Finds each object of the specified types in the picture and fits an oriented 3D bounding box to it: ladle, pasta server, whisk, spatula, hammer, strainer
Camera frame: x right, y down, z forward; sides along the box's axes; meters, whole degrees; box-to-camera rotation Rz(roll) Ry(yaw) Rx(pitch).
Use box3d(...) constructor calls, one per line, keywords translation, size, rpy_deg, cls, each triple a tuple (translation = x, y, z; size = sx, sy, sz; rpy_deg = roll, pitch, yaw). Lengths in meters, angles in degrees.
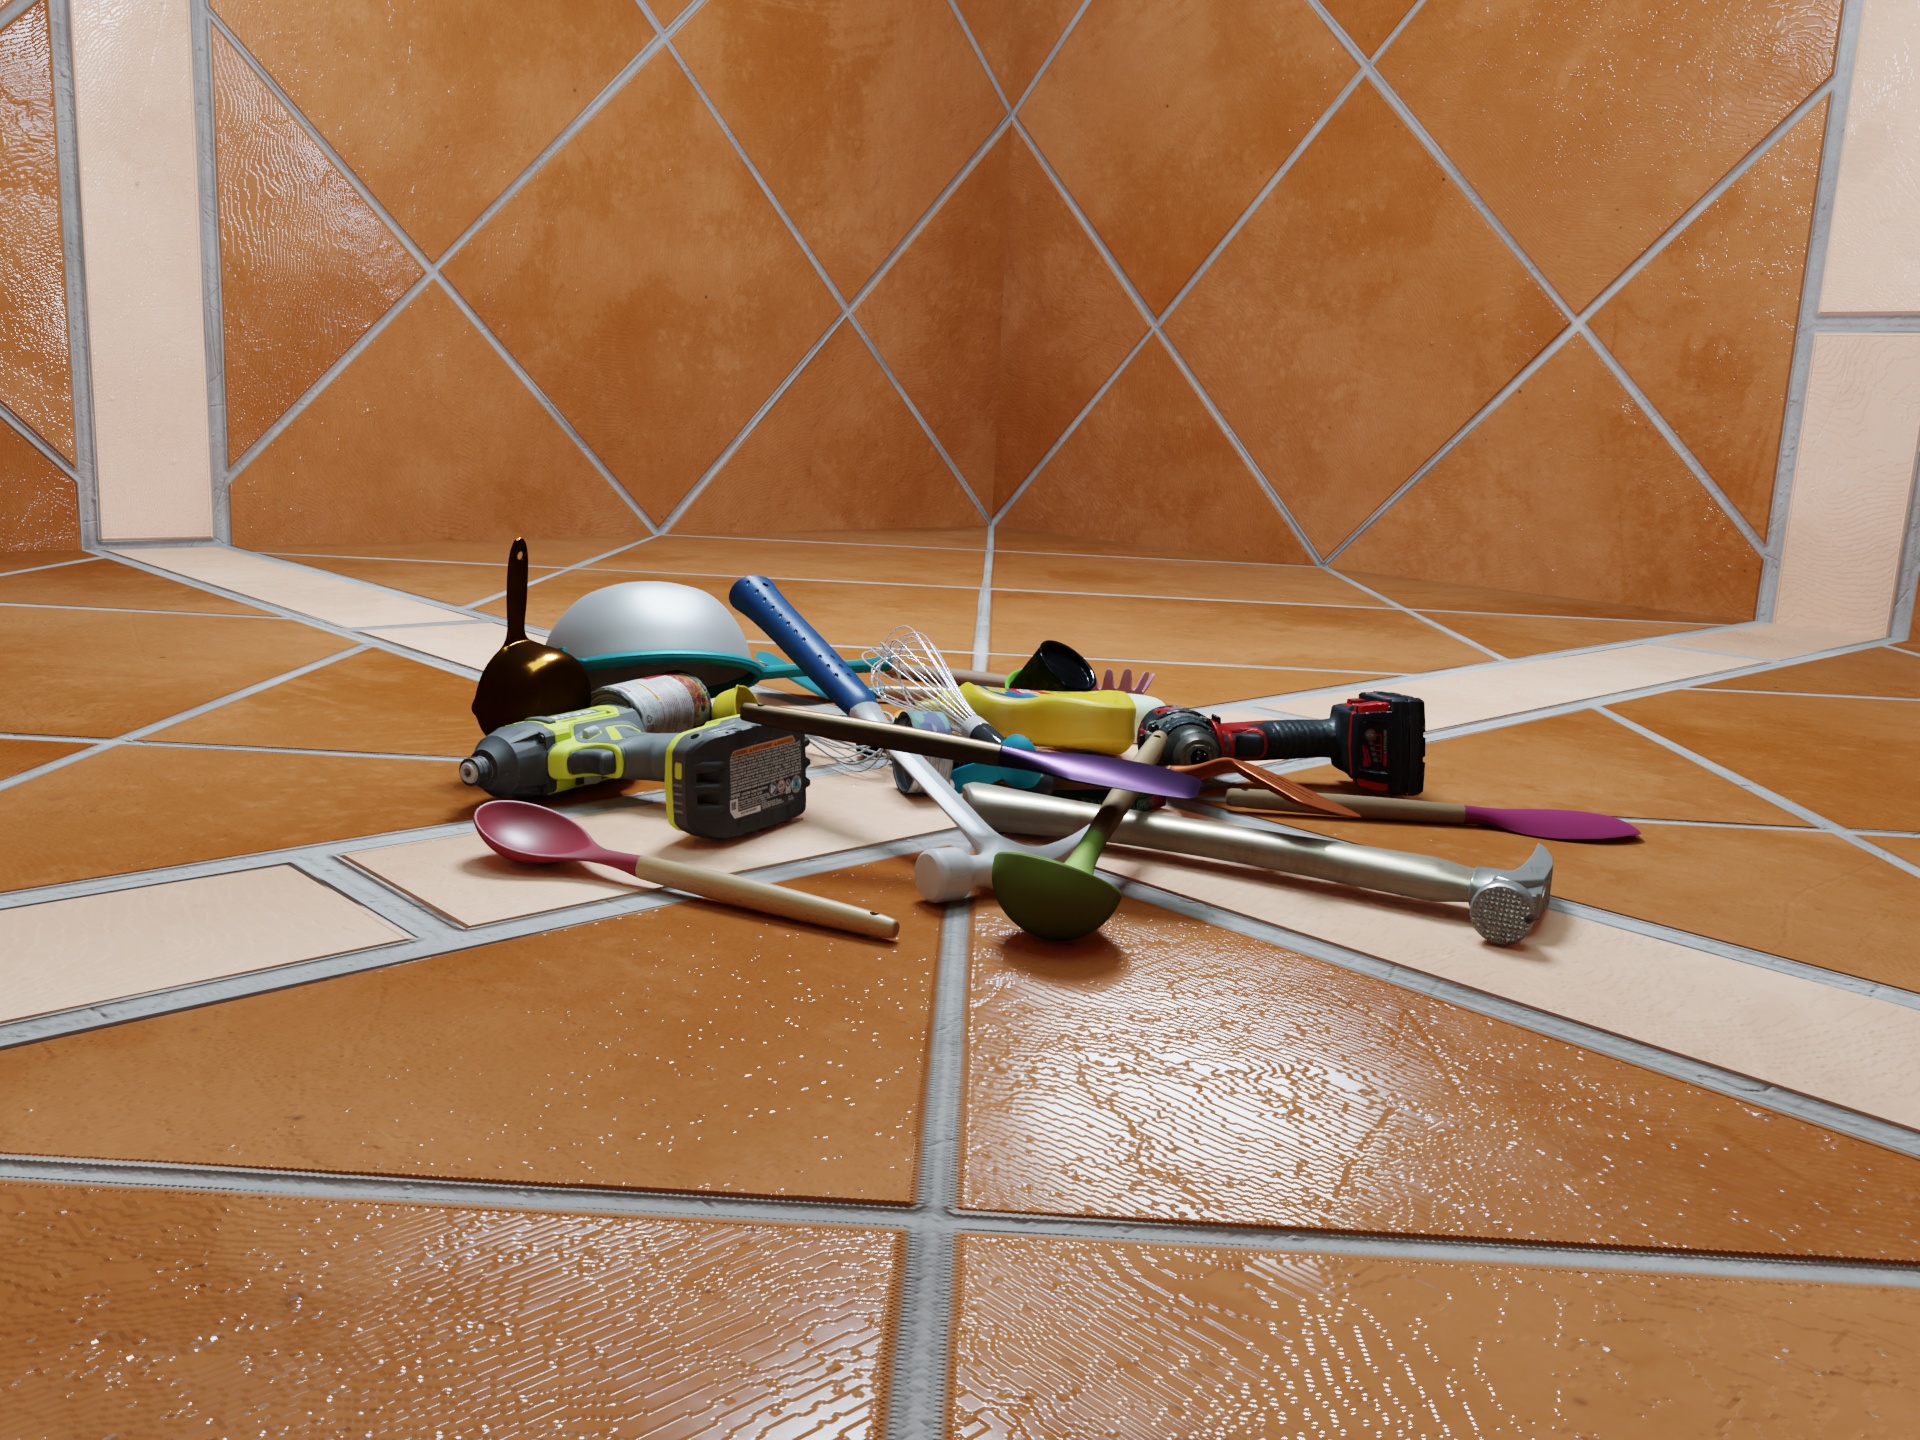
box3d(translation=(-0.176, 0.095, 0.988), size=(0.315, 0.031, 0.069), rpy_deg=(10, 16, 26), cls="ladle")
box3d(translation=(0.097, 0.056, 1.041), size=(0.078, 0.062, 0.320), rpy_deg=(15, 24, 15), cls="ladle")
box3d(translation=(0.057, -0.048, 1.727), size=(0.316, 0.040, 0.060), rpy_deg=(7, 0, 27), cls="pasta server")
box3d(translation=(-0.140, 0.006, 1.395), size=(0.246, 0.058, 0.059), rpy_deg=(9, -22, 46), cls="whisk")
box3d(translation=(-0.002, -0.003, 1.307), size=(0.070, 0.070, 0.285), rpy_deg=(-4, 26, -30), cls="whisk")
box3d(translation=(-0.052, -0.038, 1.637), size=(0.317, 0.044, 0.082), rpy_deg=(3, 8, -4), cls="spatula")
box3d(translation=(0.192, 0.084, 1.102), size=(0.411, 0.038, 0.146), rpy_deg=(8, 11, 26), cls="hammer")
box3d(translation=(0.003, 0.018, 1.061), size=(0.316, 0.018, 0.060), rpy_deg=(9, 18, 12), cls="spatula")
box3d(translation=(-0.059, 0.000, 1.156), size=(0.144, 0.035, 0.406), rpy_deg=(-3, 32, -36), cls="hammer")
box3d(translation=(0.137, 0.051, 1.184), size=(0.323, 0.041, 0.081), rpy_deg=(-3, -11, 41), cls="spatula")
box3d(translation=(-0.231, -0.080, 1.485), size=(0.340, 0.095, 0.211), rpy_deg=(-4, -9, -20), cls="strainer")

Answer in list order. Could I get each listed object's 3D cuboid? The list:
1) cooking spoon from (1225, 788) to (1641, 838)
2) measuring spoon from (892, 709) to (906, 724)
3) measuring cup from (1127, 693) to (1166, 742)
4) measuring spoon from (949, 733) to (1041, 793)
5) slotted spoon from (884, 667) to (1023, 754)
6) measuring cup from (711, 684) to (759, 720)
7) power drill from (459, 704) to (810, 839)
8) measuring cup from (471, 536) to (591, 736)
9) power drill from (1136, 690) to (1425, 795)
box3d(translation=(0.369, 0.072, 1.249), size=(0.319, 0.017, 0.069), rpy_deg=(4, 11, 3), cls="cooking spoon")
box3d(translation=(-0.056, -0.001, 1.525), size=(0.021, 0.011, 0.117), rpy_deg=(3, 11, 0), cls="measuring spoon")
box3d(translation=(0.122, -0.003, 1.509), size=(0.167, 0.038, 0.083), rpy_deg=(-1, 12, -27), cls="measuring cup")
box3d(translation=(0.016, 0.042, 1.220), size=(0.021, 0.042, 0.128), rpy_deg=(-19, -1, -36), cls="measuring spoon")
box3d(translation=(0.018, -0.004, 1.515), size=(0.070, 0.031, 0.313), rpy_deg=(38, 28, 19), cls="slotted spoon")
box3d(translation=(-0.204, 0.019, 1.330), size=(0.029, 0.062, 0.156), rpy_deg=(-14, 18, 18), cls="measuring cup")
box3d(translation=(-0.239, 0.032, 1.170), size=(0.223, 0.080, 0.171), rpy_deg=(4, 10, 28), cls="power drill")
box3d(translation=(-0.332, -0.055, 1.251), size=(0.052, 0.173, 0.095), rpy_deg=(18, 24, 26), cls="measuring cup")
box3d(translation=(0.262, 0.020, 1.306), size=(0.226, 0.080, 0.188), rpy_deg=(-1, 4, 0), cls="power drill")
